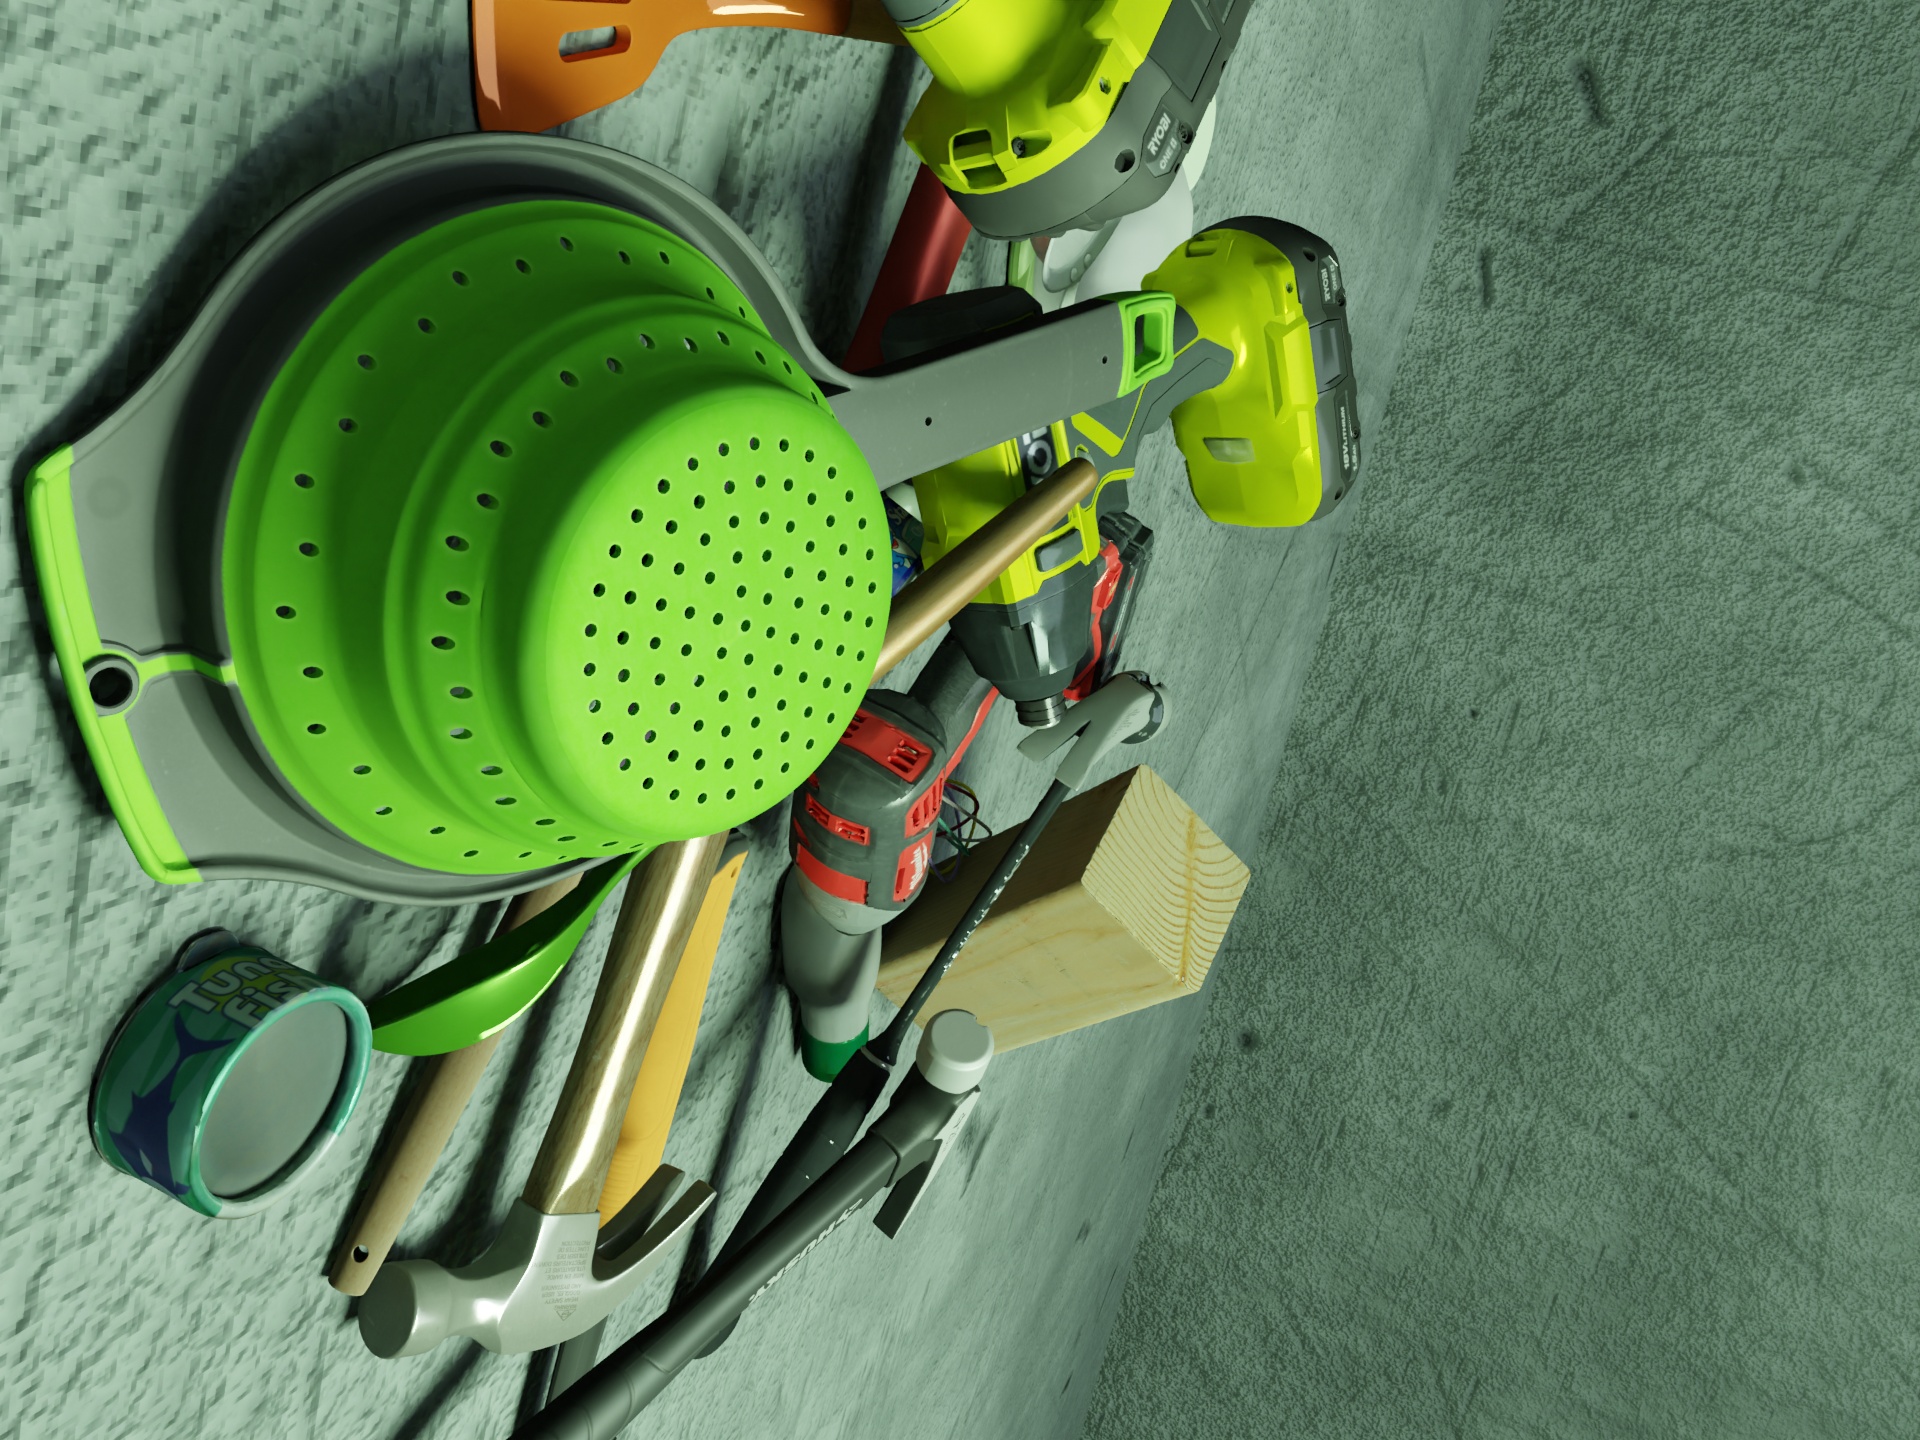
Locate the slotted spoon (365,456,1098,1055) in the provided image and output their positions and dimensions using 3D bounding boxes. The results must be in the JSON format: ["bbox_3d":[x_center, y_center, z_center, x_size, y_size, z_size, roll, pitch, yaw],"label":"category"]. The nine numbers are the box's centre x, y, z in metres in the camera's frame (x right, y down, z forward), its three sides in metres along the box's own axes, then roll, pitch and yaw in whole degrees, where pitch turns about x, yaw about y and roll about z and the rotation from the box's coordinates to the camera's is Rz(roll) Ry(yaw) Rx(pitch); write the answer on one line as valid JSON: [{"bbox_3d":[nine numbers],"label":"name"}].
[{"bbox_3d":[-0.063,0.006,0.527,0.314,0.031,0.070,-41,-167,-20],"label":"slotted spoon"}]

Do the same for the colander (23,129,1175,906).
[{"bbox_3d":[-0.030,-0.065,0.448,0.397,0.095,0.204,-29,127,-40],"label":"colander"}]

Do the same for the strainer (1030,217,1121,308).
[{"bbox_3d":[0.045,-0.184,0.722,0.087,0.050,0.258,-49,162,-32],"label":"strainer"}]

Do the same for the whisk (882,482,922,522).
[{"bbox_3d":[0.011,-0.101,0.829,0.246,0.058,0.059,-5,77,-68],"label":"whisk"}]

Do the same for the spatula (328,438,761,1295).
[{"bbox_3d":[-0.132,0.045,0.541,0.316,0.059,0.018,-64,-174,-9],"label":"spatula"}]

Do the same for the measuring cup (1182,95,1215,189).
[{"bbox_3d":[0.118,-0.302,0.946,0.083,0.038,0.167,-44,145,-56],"label":"measuring cup"}]

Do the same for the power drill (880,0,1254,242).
[{"bbox_3d":[-0.007,-0.266,0.438,0.228,0.080,0.191,38,68,-42],"label":"power drill"}]

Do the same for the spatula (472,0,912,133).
[{"bbox_3d":[-0.015,-0.226,0.515,0.322,0.041,0.081,-14,125,-39],"label":"spatula"}]

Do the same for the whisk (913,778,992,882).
[{"bbox_3d":[-0.030,0.026,0.828,0.047,0.051,0.244,-35,152,-1],"label":"whisk"}]

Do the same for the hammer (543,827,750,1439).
[{"bbox_3d":[-0.142,0.203,0.679,0.127,0.034,0.337,-9,116,-69],"label":"hammer"}]

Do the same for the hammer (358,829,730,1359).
[{"bbox_3d":[-0.109,0.070,0.588,0.130,0.031,0.331,22,86,-54],"label":"hammer"}]

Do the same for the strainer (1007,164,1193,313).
[{"bbox_3d":[0.063,-0.219,0.815,0.151,0.069,0.256,83,29,-54],"label":"strainer"}]

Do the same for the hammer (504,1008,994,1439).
[{"bbox_3d":[-0.114,0.251,0.645,0.335,0.035,0.146,-34,154,-40],"label":"hammer"}]

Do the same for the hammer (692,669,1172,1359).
[{"bbox_3d":[-0.032,0.151,0.763,0.409,0.036,0.149,-57,168,14],"label":"hammer"}]

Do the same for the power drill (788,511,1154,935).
[{"bbox_3d":[-0.001,-0.002,0.723,0.220,0.078,0.143,-52,164,-35],"label":"power drill"}]

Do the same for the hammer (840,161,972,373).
[{"bbox_3d":[0.015,-0.261,0.597,0.149,0.037,0.359,-12,128,-67],"label":"hammer"}]

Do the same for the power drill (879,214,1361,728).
[{"bbox_3d":[0.072,-0.111,0.663,0.223,0.080,0.171,-31,118,-37],"label":"power drill"}]
